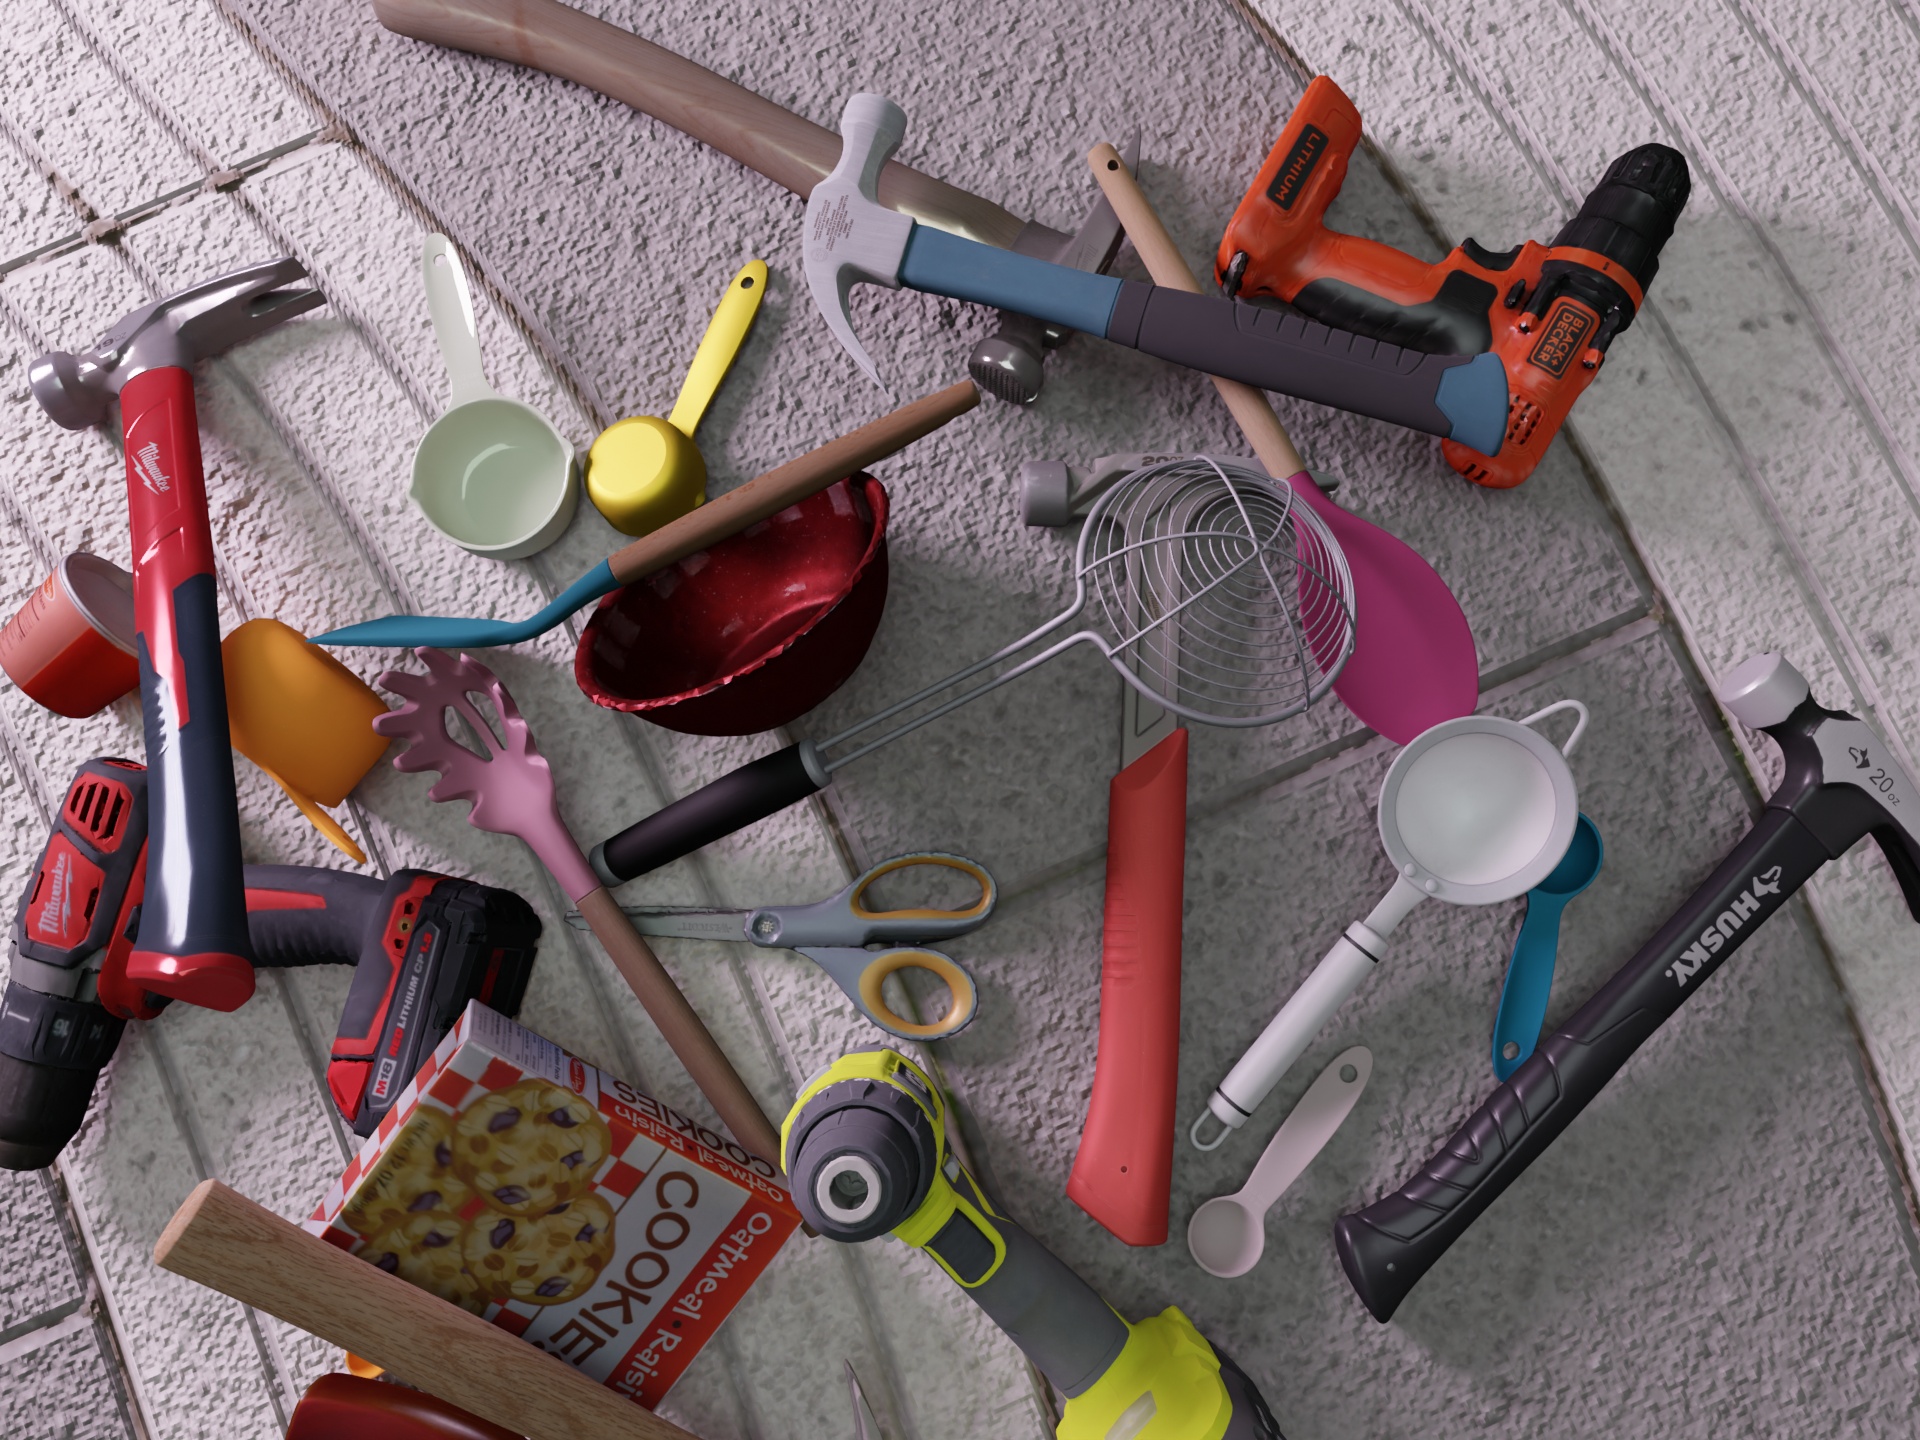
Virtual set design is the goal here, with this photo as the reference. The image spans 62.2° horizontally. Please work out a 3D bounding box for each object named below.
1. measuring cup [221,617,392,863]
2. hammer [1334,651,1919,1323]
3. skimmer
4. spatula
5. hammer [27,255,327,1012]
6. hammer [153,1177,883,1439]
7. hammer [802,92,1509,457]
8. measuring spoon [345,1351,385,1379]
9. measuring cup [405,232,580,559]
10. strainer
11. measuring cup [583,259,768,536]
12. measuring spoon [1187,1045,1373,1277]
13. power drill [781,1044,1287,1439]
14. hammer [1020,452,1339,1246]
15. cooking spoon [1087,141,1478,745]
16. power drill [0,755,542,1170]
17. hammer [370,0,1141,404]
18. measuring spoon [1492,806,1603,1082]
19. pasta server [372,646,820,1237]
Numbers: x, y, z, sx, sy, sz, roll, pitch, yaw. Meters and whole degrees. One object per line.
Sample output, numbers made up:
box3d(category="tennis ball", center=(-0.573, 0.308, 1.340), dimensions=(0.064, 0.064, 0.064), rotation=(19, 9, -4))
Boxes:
box3d(category="measuring cup", center=(-0.279, 0.008, 0.700), dimensions=(0.052, 0.095, 0.174), rotation=(-51, 44, -8))
box3d(category="hammer", center=(0.293, 0.137, 0.702), dimensions=(0.146, 0.035, 0.335), rotation=(45, 89, -3))
box3d(category="skimmer", center=(-0.001, -0.002, 0.719), dimensions=(0.363, 0.090, 0.127), rotation=(-26, 73, 17))
box3d(category="spatula", center=(-0.139, -0.089, 0.722), dimensions=(0.317, 0.082, 0.044), rotation=(-25, 98, 7))
box3d(category="hammer", center=(-0.325, -0.053, 0.689), dimensions=(0.143, 0.038, 0.387), rotation=(-24, 57, 0))
box3d(category="hammer", center=(-0.163, 0.275, 0.643), dimensions=(0.331, 0.031, 0.130), rotation=(36, 84, -18))
box3d(category="hammer", center=(0.084, -0.183, 0.718), dimensions=(0.331, 0.033, 0.128), rotation=(17, 86, 10))
box3d(category="measuring spoon", center=(-0.219, 0.285, 0.722), dimensions=(0.117, 0.011, 0.021), rotation=(-3, 85, -2))
box3d(category="measuring cup", center=(-0.234, -0.157, 0.777), dimensions=(0.083, 0.038, 0.168), rotation=(-16, 79, 0))
box3d(category="strainer", center=(0.185, 0.091, 0.712), dimensions=(0.087, 0.050, 0.258), rotation=(38, 94, -4))
box3d(category="measuring cup", center=(-0.134, -0.164, 0.773), dimensions=(0.062, 0.029, 0.156), rotation=(20, 79, 21))
box3d(category="measuring spoon", center=(0.146, 0.197, 0.719), dimensions=(0.034, 0.018, 0.124), rotation=(40, 78, 8))
box3d(category="power drill", center=(0.018, 0.226, 0.632), dimensions=(0.228, 0.190, 0.080), rotation=(44, 85, 4))
box3d(category="hammer", center=(0.095, 0.053, 0.730), dimensions=(0.149, 0.036, 0.359), rotation=(2, 81, 3))
box3d(category="cooking spoon", center=(0.140, -0.133, 0.732), dimensions=(0.069, 0.017, 0.319), rotation=(-28, 82, 0))
box3d(category="power drill", center=(-0.325, 0.130, 0.718), dimensions=(0.227, 0.080, 0.188), rotation=(14, 82, 7))
box3d(category="hammer", center=(-0.112, -0.309, 0.796), dimensions=(0.410, 0.038, 0.146), rotation=(27, 82, 7))
box3d(category="measuring spoon", center=(0.260, 0.102, 0.728), dimensions=(0.042, 0.021, 0.128), rotation=(12, 91, 0))
box3d(category="pasta server", center=(-0.154, 0.102, 0.715), dimensions=(0.060, 0.040, 0.316), rotation=(-35, 89, 7))
